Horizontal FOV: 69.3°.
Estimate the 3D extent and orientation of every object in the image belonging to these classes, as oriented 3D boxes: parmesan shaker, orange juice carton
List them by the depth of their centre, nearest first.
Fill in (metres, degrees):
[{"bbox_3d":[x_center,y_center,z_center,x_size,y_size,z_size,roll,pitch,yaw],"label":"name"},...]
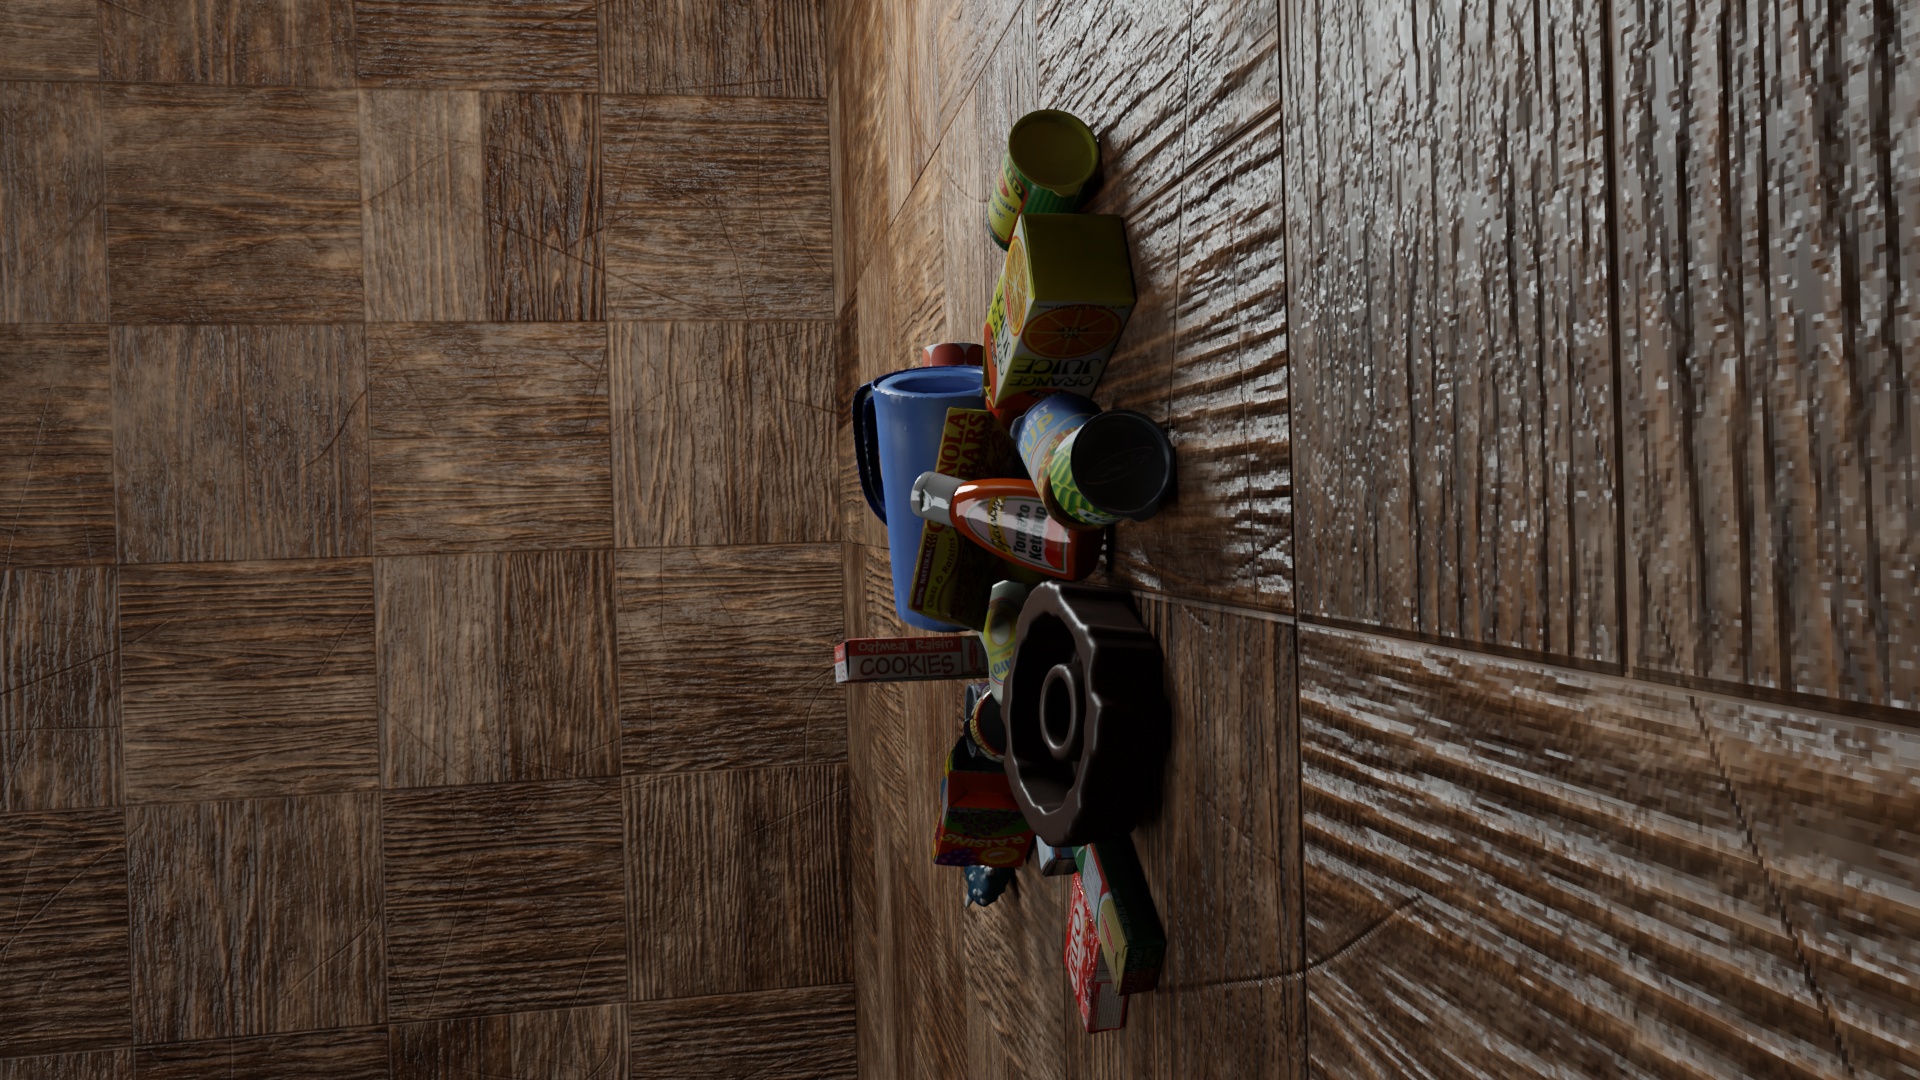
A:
[{"bbox_3d":[0.063,-0.151,1.005,0.191,0.072,0.073,111,156,-65],"label":"orange juice carton"},{"bbox_3d":[0.059,-0.259,1.028,0.102,0.071,0.071,117,150,-70],"label":"parmesan shaker"}]

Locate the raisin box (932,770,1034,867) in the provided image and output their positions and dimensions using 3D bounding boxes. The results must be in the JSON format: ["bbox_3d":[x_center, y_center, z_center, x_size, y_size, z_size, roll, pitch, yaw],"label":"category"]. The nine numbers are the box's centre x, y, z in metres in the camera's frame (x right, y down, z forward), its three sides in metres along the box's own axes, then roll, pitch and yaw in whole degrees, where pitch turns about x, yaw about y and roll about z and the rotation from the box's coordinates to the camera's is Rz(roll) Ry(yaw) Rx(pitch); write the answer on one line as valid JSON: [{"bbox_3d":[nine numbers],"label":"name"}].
[{"bbox_3d":[0.024,0.255,1.261,0.122,0.086,0.040,102,169,-53],"label":"raisin box"}]

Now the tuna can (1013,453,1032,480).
[{"bbox_3d":[0.031,-0.046,1.226,0.033,0.071,0.071,155,113,-80],"label":"tuna can"}]

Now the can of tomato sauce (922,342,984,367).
[{"bbox_3d":[-0.005,-0.154,1.408,0.071,0.071,0.083,150,118,-79],"label":"can of tomato sauce"}]

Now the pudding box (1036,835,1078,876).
[{"bbox_3d":[0.077,0.221,1.112,0.049,0.030,0.084,103,162,-59],"label":"pudding box"}]

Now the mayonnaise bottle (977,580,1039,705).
[{"bbox_3d":[0.050,0.106,1.167,0.064,0.041,0.149,-29,54,29],"label":"mayonnaise bottle"}]

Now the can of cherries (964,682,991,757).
[{"bbox_3d":[0.037,0.159,1.249,0.071,0.058,0.071,-179,88,-81],"label":"can of cherries"}]

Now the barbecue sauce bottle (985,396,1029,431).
[{"bbox_3d":[0.051,-0.162,1.154,0.147,0.044,0.065,100,166,-49],"label":"barbecue sauce bottle"}]

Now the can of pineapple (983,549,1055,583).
[{"bbox_3d":[0.051,-0.005,1.111,0.071,0.071,0.057,-112,22,-62],"label":"can of pineapple"}]

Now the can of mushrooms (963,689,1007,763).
[{"bbox_3d":[0.040,0.158,1.198,0.033,0.071,0.071,127,140,-72],"label":"can of mushrooms"}]

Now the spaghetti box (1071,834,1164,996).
[{"bbox_3d":[0.097,0.208,1.002,0.251,0.029,0.049,-106,17,-54],"label":"spaghetti box"}]

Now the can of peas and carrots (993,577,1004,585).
[{"bbox_3d":[0.028,0.032,1.245,0.070,0.071,0.059,98,166,-45],"label":"can of peas and carrots"}]

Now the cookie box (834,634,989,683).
[{"bbox_3d":[-0.031,0.111,1.312,0.122,0.168,0.040,143,125,-78],"label":"cookie box"}]

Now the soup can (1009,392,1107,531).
[{"bbox_3d":[0.076,-0.054,0.950,0.084,0.071,0.071,-109,20,-58],"label":"soup can"}]

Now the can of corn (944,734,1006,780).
[{"bbox_3d":[0.020,0.214,1.331,0.058,0.071,0.071,115,152,-69],"label":"can of corn"}]

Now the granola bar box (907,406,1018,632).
[{"bbox_3d":[0.004,-0.014,1.136,0.124,0.039,0.165,37,-117,-74],"label":"granola bar box"}]

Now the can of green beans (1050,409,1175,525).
[{"bbox_3d":[0.094,-0.044,0.868,0.057,0.071,0.071,147,121,-79],"label":"can of green beans"}]

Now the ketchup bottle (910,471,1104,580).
[{"bbox_3d":[0.033,-0.018,1.027,0.044,0.149,0.064,-18,-61,-54],"label":"ketchup bottle"}]
